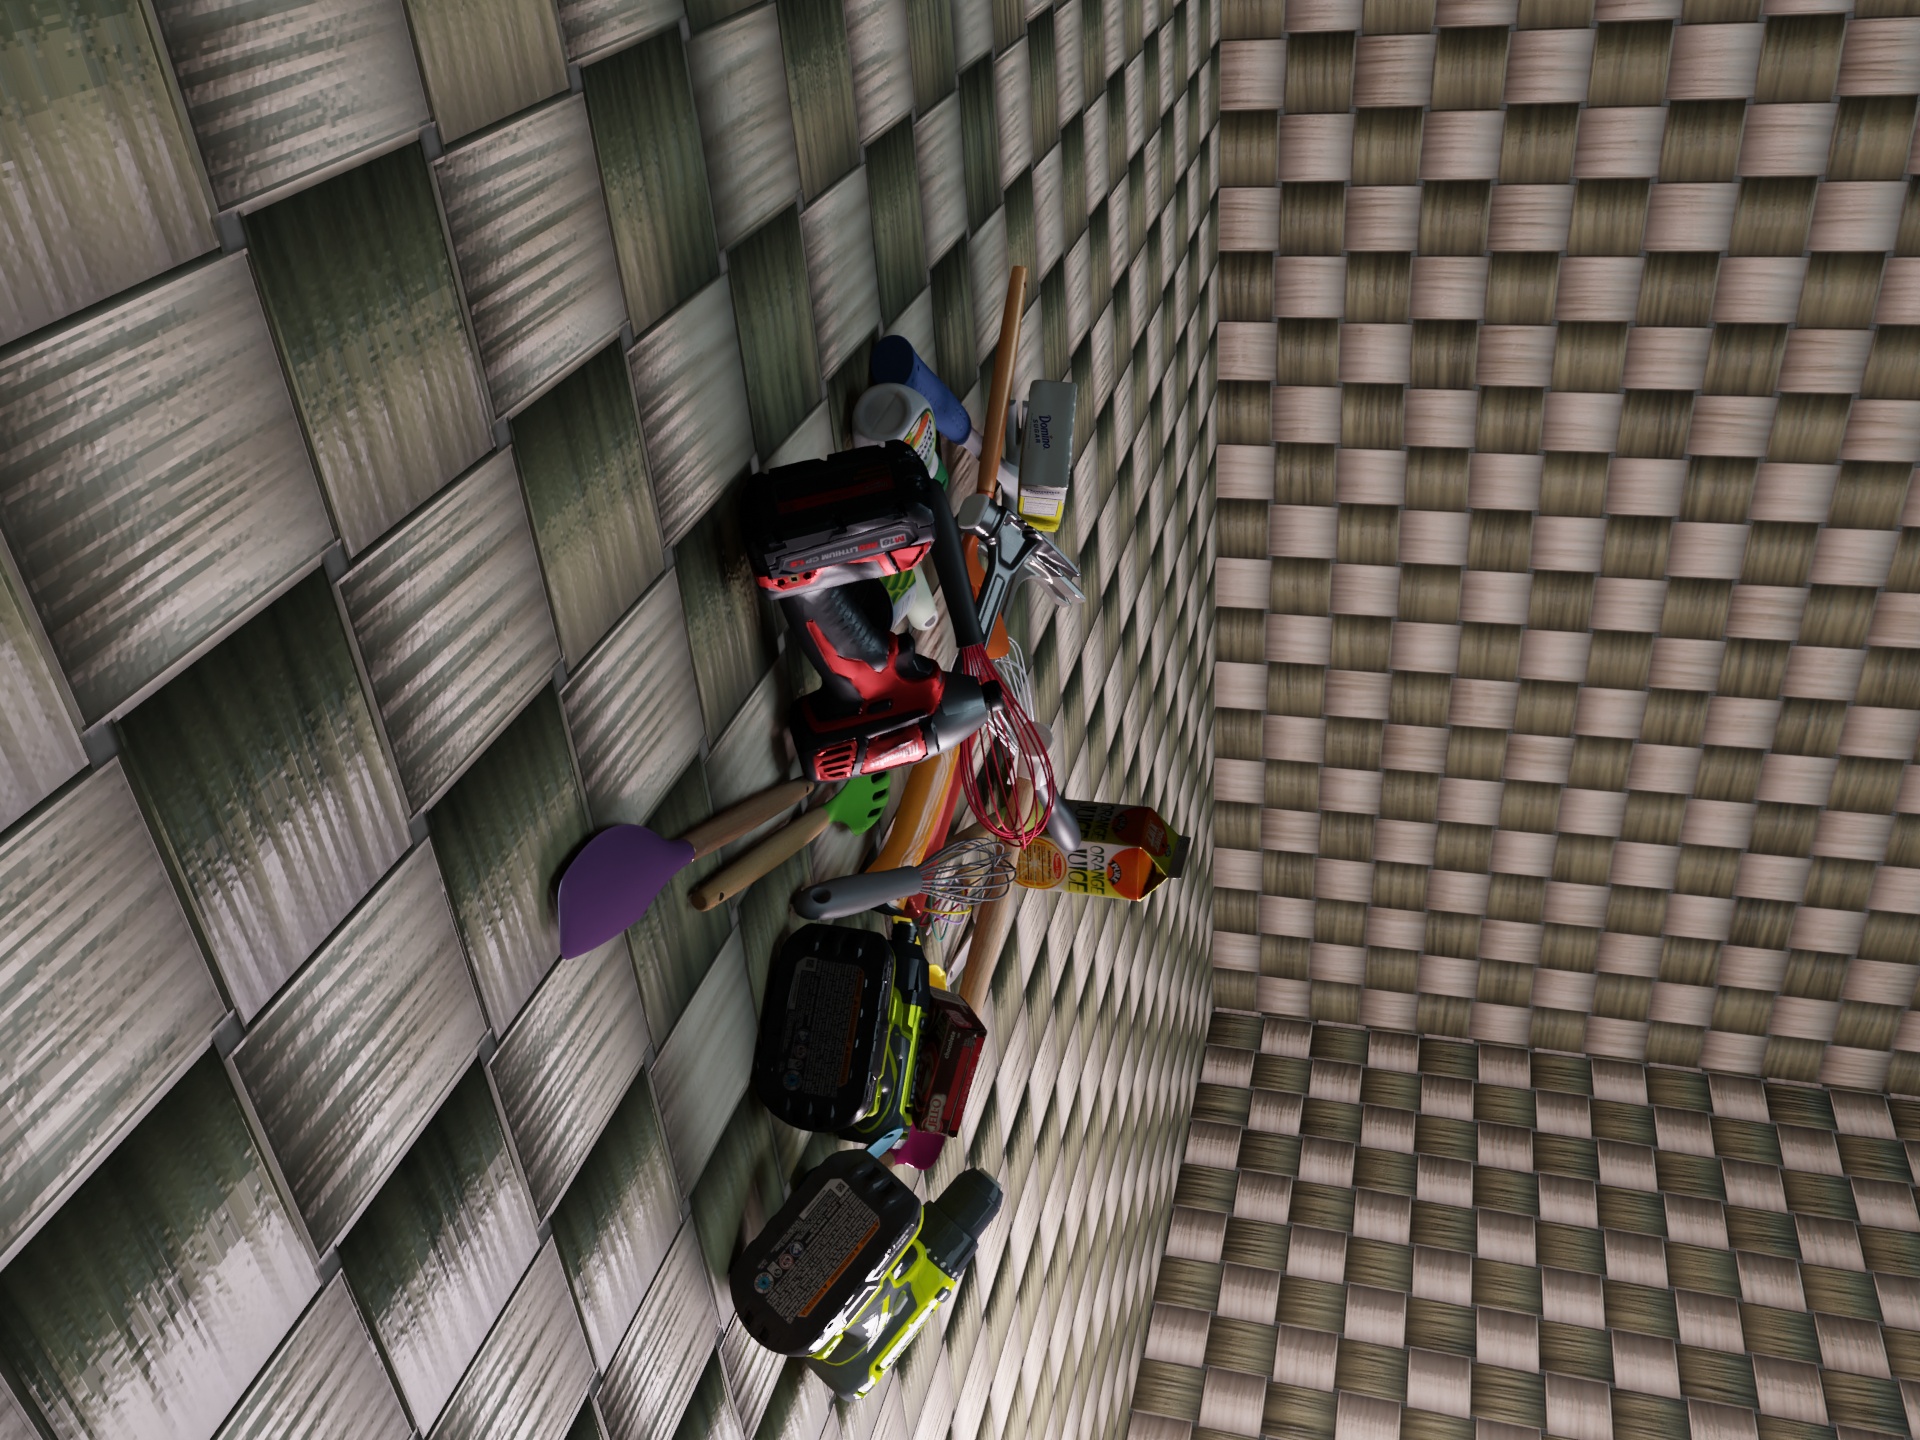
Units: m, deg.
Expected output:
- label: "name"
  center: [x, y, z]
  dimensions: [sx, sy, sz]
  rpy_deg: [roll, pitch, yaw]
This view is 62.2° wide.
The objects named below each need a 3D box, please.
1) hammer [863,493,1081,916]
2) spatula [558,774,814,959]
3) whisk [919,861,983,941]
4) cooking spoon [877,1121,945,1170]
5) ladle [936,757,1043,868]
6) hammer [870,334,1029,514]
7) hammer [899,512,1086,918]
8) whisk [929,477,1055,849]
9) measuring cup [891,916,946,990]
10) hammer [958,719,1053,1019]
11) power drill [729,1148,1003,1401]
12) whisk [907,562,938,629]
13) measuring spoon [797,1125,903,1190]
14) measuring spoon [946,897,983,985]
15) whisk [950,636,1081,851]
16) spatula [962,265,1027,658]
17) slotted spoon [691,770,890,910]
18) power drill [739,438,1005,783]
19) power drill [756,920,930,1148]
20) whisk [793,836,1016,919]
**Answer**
- label: "hammer"
  center: [-0.002, -0.004, 1.267]
  dimensions: [0.127, 0.034, 0.337]
  rpy_deg: [31, 74, -41]
- label: "spatula"
  center: [-0.150, 0.068, 0.926]
  dimensions: [0.316, 0.018, 0.059]
  rpy_deg: [-29, 122, -71]
- label: "whisk"
  center: [-0.003, 0.152, 1.406]
  dimensions: [0.245, 0.047, 0.051]
  rpy_deg: [-14, 83, -81]
- label: "cooking spoon"
  center: [-0.069, 0.357, 1.262]
  dimensions: [0.319, 0.017, 0.069]
  rpy_deg: [-15, 100, -69]
- label: "ladle"
  center: [0.010, 0.100, 1.491]
  dimensions: [0.320, 0.062, 0.078]
  rpy_deg: [-26, 118, -64]
- label: "hammer"
  center: [0.004, -0.250, 1.352]
  dimensions: [0.405, 0.035, 0.144]
  rpy_deg: [18, 77, -74]
- label: "hammer"
  center: [0.008, 0.002, 1.351]
  dimensions: [0.149, 0.037, 0.359]
  rpy_deg: [34, 60, -31]
- label: "whisk"
  center: [0.014, -0.040, 1.215]
  dimensions: [0.073, 0.073, 0.295]
  rpy_deg: [-43, 120, -67]
- label: "measuring cup"
  center: [-0.049, 0.195, 1.333]
  dimensions: [0.062, 0.029, 0.156]
  rpy_deg: [-60, 139, -50]
- label: "hammer"
  center: [0.031, 0.162, 1.420]
  dimensions: [0.130, 0.031, 0.331]
  rpy_deg: [23, 81, -87]
- label: "power drill"
  center: [-0.057, 0.383, 1.131]
  dimensions: [0.190, 0.080, 0.228]
  rpy_deg: [-48, 152, -12]
- label: "whisk"
  center: [-0.048, -0.127, 1.195]
  dimensions: [0.058, 0.059, 0.246]
  rpy_deg: [-43, 158, -9]
- label: "measuring spoon"
  center: [-0.078, 0.308, 1.127]
  dimensions: [0.042, 0.128, 0.021]
  rpy_deg: [2, 52, -39]
- label: "measuring spoon"
  center: [0.004, 0.213, 1.541]
  dimensions: [0.124, 0.018, 0.034]
  rpy_deg: [-54, 146, -50]
- label: "whisk"
  center: [0.063, 0.027, 1.504]
  dimensions: [0.284, 0.070, 0.070]
  rpy_deg: [63, 33, -37]
- label: "spatula"
  center: [0.033, -0.214, 1.323]
  dimensions: [0.081, 0.041, 0.322]
  rpy_deg: [-4, 104, -65]
- label: "slotted spoon"
  center: [-0.105, 0.075, 1.076]
  dimensions: [0.314, 0.031, 0.070]
  rpy_deg: [-34, 131, -69]
- label: "power drill"
  center: [-0.053, -0.059, 1.006]
  dimensions: [0.079, 0.143, 0.219]
  rpy_deg: [-106, -177, -48]
- label: "power drill"
  center: [-0.071, 0.221, 1.156]
  dimensions: [0.223, 0.080, 0.171]
  rpy_deg: [55, 43, -72]
- label: "whisk"
  center: [-0.037, 0.122, 1.182]
  dimensions: [0.239, 0.055, 0.055]
  rpy_deg: [-6, 101, -51]
